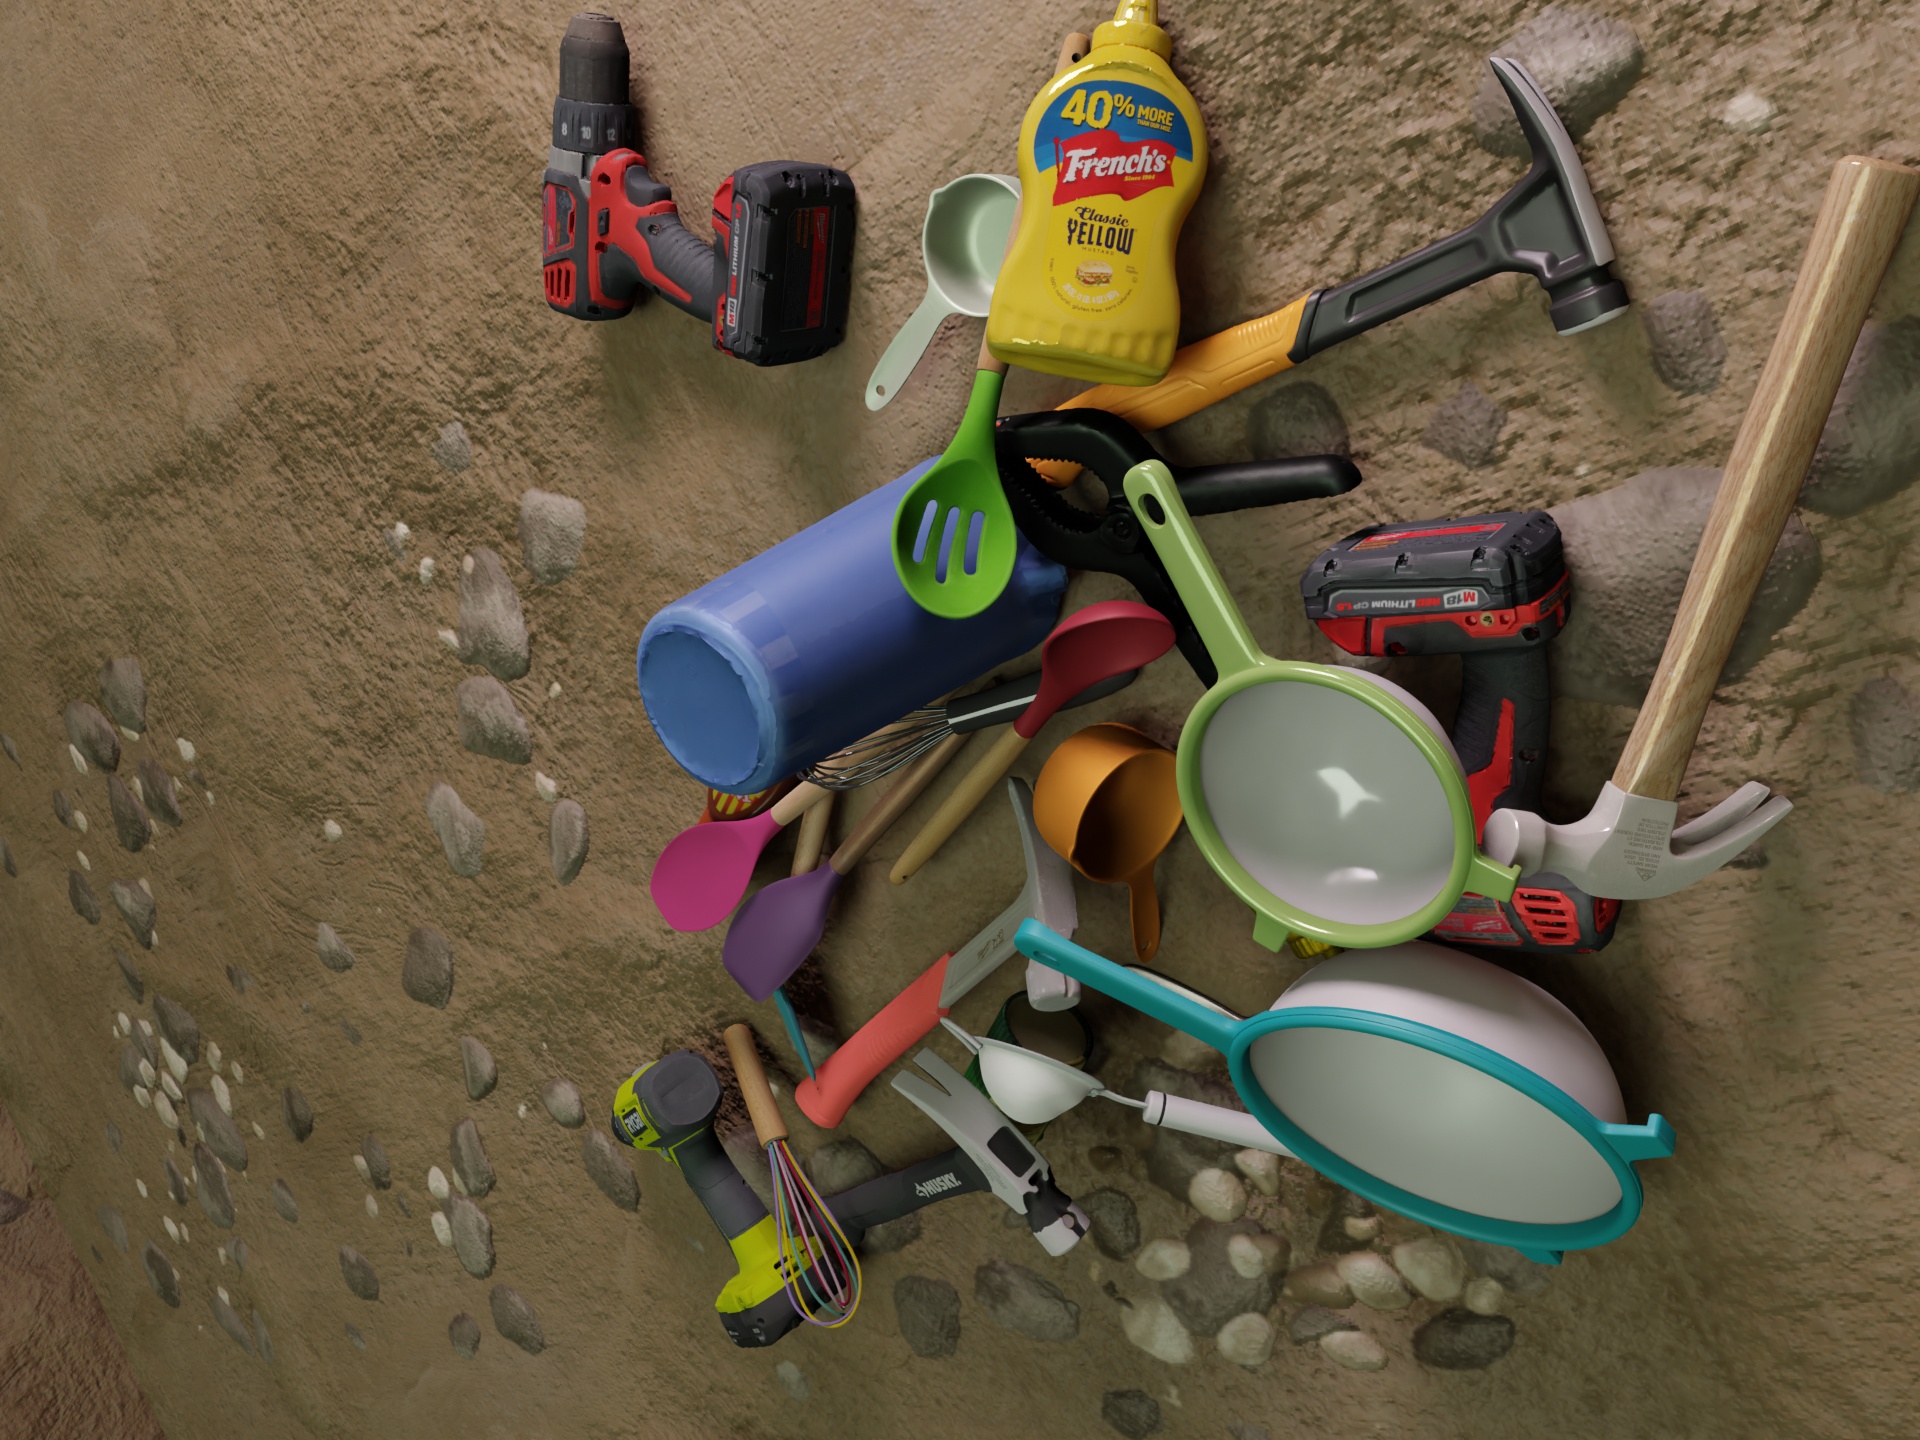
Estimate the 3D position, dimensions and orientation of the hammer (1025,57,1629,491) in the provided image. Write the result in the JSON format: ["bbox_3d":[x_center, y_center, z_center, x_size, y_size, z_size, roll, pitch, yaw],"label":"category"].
[{"bbox_3d":[0.155,-0.200,0.814,0.337,0.034,0.127,-19,96,40],"label":"hammer"}]

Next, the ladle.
[{"bbox_3d":[0.027,0.020,0.952,0.315,0.069,0.031,-51,38,45],"label":"ladle"}]

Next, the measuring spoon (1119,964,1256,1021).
[{"bbox_3d":[0.147,0.182,0.980,0.124,0.018,0.034,22,120,29],"label":"measuring spoon"}]

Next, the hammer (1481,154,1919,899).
[{"bbox_3d":[0.341,-0.072,0.696,0.130,0.031,0.331,9,109,-12],"label":"hammer"}]

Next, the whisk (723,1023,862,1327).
[{"bbox_3d":[-0.127,0.332,1.184,0.047,0.051,0.245,-53,49,35],"label":"whisk"}]

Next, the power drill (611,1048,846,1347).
[{"bbox_3d":[-0.200,0.377,1.268,0.228,0.080,0.190,57,149,6],"label":"power drill"}]

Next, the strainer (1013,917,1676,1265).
[{"bbox_3d":[0.198,0.157,0.849,0.340,0.095,0.210,24,149,17],"label":"strainer"}]

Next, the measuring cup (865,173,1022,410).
[{"bbox_3d":[-0.004,-0.240,0.916,0.083,0.038,0.167,51,131,10],"label":"measuring cup"}]

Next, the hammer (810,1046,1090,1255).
[{"bbox_3d":[-0.039,0.322,1.104,0.146,0.035,0.334,49,146,2],"label":"hammer"}]

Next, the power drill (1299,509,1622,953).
[{"bbox_3d":[0.246,0.013,0.805,0.143,0.078,0.219,-2,109,38],"label":"power drill"}]

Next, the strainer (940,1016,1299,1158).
[{"bbox_3d":[0.108,0.232,0.952,0.258,0.050,0.086,14,161,0],"label":"strainer"}]

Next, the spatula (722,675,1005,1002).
[{"bbox_3d":[-0.069,0.080,1.066,0.060,0.018,0.316,47,118,10],"label":"spatula"}]

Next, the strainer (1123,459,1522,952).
[{"bbox_3d":[0.158,-0.016,0.761,0.151,0.069,0.256,-24,97,47],"label":"strainer"}]

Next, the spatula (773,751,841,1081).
[{"bbox_3d":[-0.101,0.107,1.125,0.082,0.044,0.317,49,130,55],"label":"spatula"}]

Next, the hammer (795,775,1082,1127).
[{"bbox_3d":[-0.027,0.185,1.079,0.359,0.036,0.149,-48,40,46],"label":"hammer"}]

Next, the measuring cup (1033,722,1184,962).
[{"bbox_3d":[0.091,0.076,0.954,0.052,0.095,0.173,38,151,42],"label":"measuring cup"}]

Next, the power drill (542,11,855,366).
[{"bbox_3d":[-0.176,-0.327,0.988,0.227,0.080,0.187,25,120,31],"label":"power drill"}]

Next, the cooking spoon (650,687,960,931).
[{"bbox_3d":[-0.106,0.052,1.079,0.319,0.017,0.069,-38,80,29],"label":"cooking spoon"}]

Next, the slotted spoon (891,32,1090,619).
[{"bbox_3d":[0.025,-0.207,0.840,0.031,0.070,0.314,-162,86,-73],"label":"slotted spoon"}]

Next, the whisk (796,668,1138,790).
[{"bbox_3d":[-0.001,-0.003,0.980,0.239,0.055,0.055,-16,98,24],"label":"whisk"}]
